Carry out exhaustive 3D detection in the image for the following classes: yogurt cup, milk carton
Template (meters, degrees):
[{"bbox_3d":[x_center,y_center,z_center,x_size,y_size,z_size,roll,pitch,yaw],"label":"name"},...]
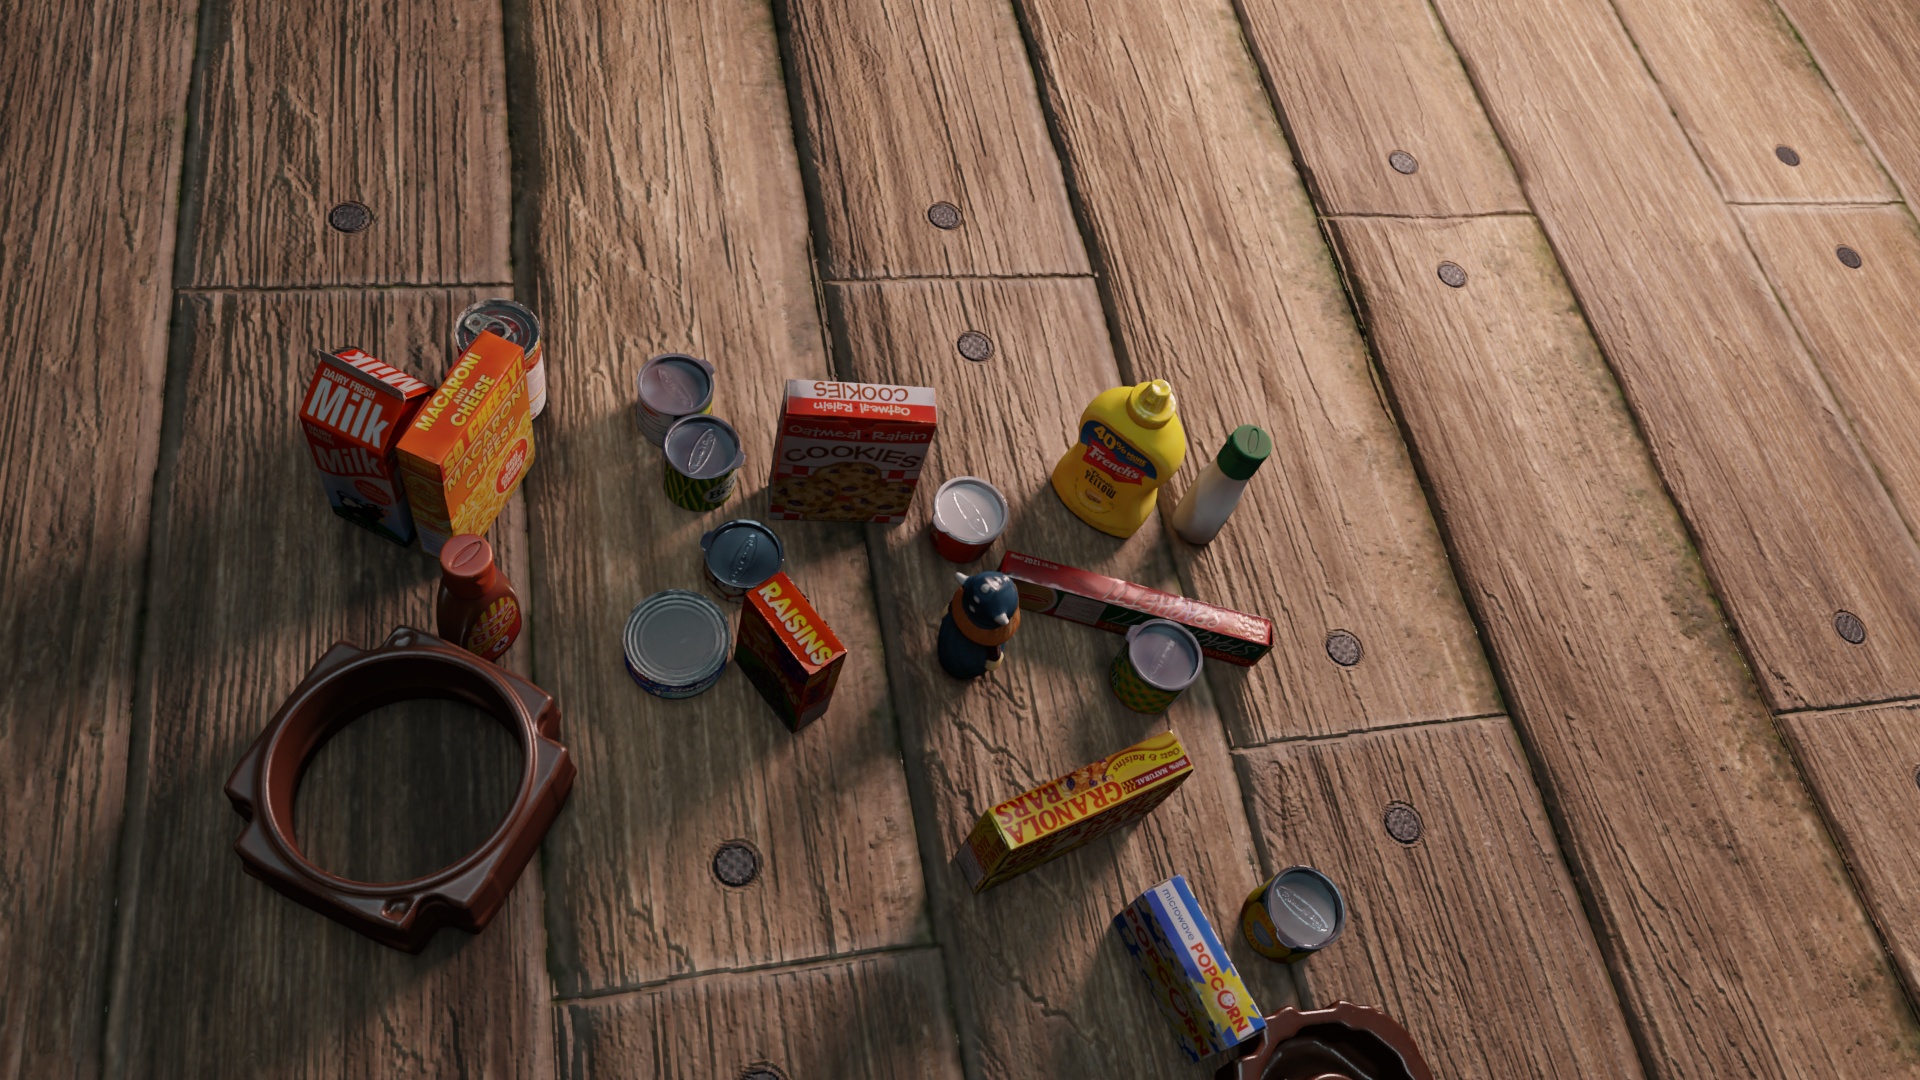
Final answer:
[{"bbox_3d":[0.004,-0.015,1.234,0.072,0.053,0.073,6,60,-10],"label":"yogurt cup"},{"bbox_3d":[-0.452,-0.079,1.081,0.072,0.189,0.074,25,59,1],"label":"milk carton"}]

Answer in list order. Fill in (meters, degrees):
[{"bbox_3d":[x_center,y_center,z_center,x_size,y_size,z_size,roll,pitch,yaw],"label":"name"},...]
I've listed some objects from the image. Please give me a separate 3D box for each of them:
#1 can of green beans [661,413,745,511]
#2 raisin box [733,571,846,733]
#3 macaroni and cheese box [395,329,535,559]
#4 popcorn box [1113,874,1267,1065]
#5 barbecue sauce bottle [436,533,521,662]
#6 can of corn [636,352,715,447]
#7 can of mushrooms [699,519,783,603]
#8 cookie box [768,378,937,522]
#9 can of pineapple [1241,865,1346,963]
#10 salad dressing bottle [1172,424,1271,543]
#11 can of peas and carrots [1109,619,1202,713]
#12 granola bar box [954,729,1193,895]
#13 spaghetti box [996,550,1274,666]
[{"bbox_3d":[-0.226,-0.067,1.206,0.071,0.057,0.071,6,60,-10],"label":"can of green beans"},{"bbox_3d":[-0.136,0.090,1.100,0.040,0.122,0.086,-32,73,-26],"label":"raisin box"},{"bbox_3d":[-0.390,-0.070,1.105,0.040,0.165,0.124,24,59,0],"label":"macaroni and cheese box"},{"bbox_3d":[0.172,0.328,1.061,0.038,0.084,0.127,-20,67,-22],"label":"popcorn box"},{"bbox_3d":[-0.369,0.045,1.056,0.044,0.147,0.065,38,60,9],"label":"barbecue sauce bottle"},{"bbox_3d":[-0.251,-0.124,1.232,0.071,0.058,0.071,6,60,-10],"label":"can of corn"},{"bbox_3d":[-0.187,0.017,1.182,0.071,0.033,0.071,6,60,-10],"label":"can of mushrooms"},{"bbox_3d":[-0.095,-0.071,1.176,0.123,0.166,0.040,2,61,-12],"label":"cookie box"},{"bbox_3d":[0.265,0.302,1.114,0.071,0.057,0.071,6,60,-10],"label":"can of pineapple"},{"bbox_3d":[0.236,-0.050,1.254,0.044,0.147,0.064,20,59,-2],"label":"salad dressing bottle"},{"bbox_3d":[0.166,0.108,1.200,0.071,0.058,0.071,6,60,-10],"label":"can of peas and carrots"},{"bbox_3d":[0.087,0.213,1.083,0.166,0.123,0.039,-19,67,-22],"label":"granola bar box"},{"bbox_3d":[0.151,0.062,1.228,0.250,0.050,0.029,15,59,-5],"label":"spaghetti box"}]
